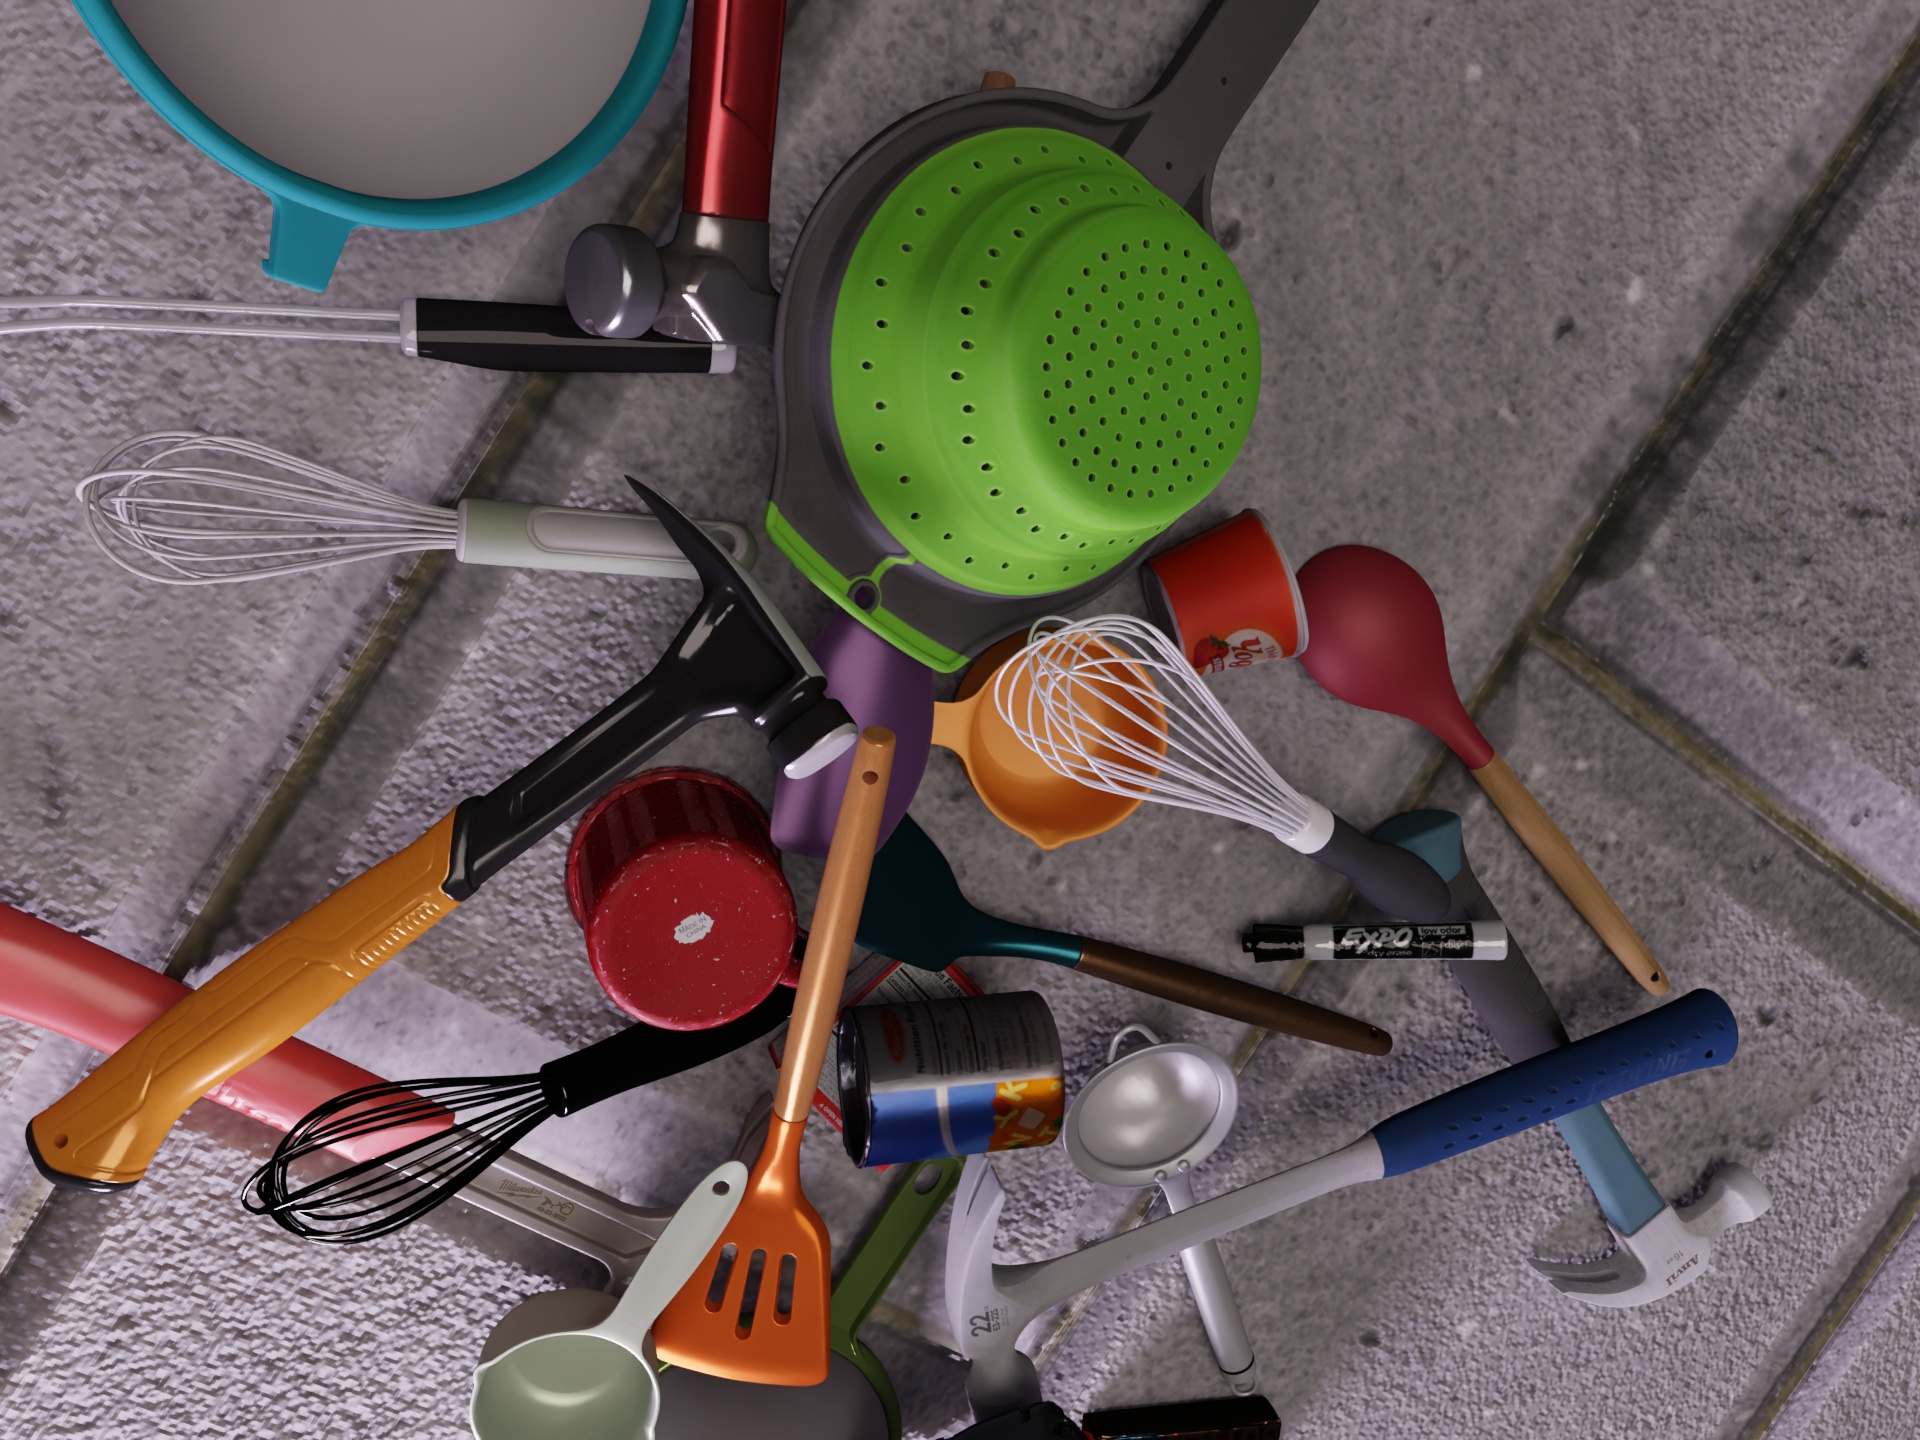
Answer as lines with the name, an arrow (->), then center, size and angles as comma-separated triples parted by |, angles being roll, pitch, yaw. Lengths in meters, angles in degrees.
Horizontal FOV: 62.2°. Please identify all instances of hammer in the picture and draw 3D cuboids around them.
hammer -> 0.301, 0.174, 0.812 | 0.128, 0.033, 0.330 | -37, 110, -6
hammer -> 0.184, 0.202, 0.741 | 0.405, 0.035, 0.144 | -17, 116, -13
hammer -> -0.057, -0.324, 0.536 | 0.143, 0.038, 0.386 | -12, 115, -46
hammer -> -0.254, 0.146, 0.646 | 0.358, 0.037, 0.149 | 33, 93, -21
hammer -> -0.206, 0.055, 0.586 | 0.337, 0.034, 0.127 | -37, 80, 1

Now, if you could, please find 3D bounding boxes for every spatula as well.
spatula -> -0.063, 0.143, 0.628 | 0.081, 0.041, 0.322 | 12, 121, -4
spatula -> 0.080, 0.109, 0.725 | 0.317, 0.082, 0.044 | 19, 139, -23
spatula -> -0.017, -0.098, 0.629 | 0.059, 0.018, 0.316 | 11, 92, -19

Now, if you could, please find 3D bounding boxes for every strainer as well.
strainer -> -0.155, -0.309, 0.543 | 0.340, 0.095, 0.210 | -41, 130, -25
strainer -> -0.065, 0.309, 0.721 | 0.151, 0.069, 0.256 | 31, 95, -20
strainer -> 0.107, 0.237, 0.769 | 0.087, 0.050, 0.258 | -21, 114, -4

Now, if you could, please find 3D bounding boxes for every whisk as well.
whisk -> -0.198, -0.074, 0.605 | 0.246, 0.059, 0.058 | 3, 75, -21
whisk -> 0.123, 0.032, 0.665 | 0.284, 0.070, 0.070 | 30, 94, -35
whisk -> -0.160, 0.143, 0.629 | 0.239, 0.055, 0.055 | -17, 109, -38

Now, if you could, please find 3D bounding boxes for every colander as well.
colander -> 0.086, -0.197, 0.598 | 0.204, 0.095, 0.397 | 37, 81, -32

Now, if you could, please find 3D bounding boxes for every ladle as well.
ladle -> 0.264, 0.036, 0.773 | 0.069, 0.031, 0.315 | -45, 112, -1

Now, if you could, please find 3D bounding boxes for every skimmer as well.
skimmer -> -0.253, -0.153, 0.545 | 0.363, 0.090, 0.127 | -1, 72, -18

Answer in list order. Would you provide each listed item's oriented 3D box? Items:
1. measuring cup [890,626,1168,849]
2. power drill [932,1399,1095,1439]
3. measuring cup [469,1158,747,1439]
measuring cup -> -0.001, -0.002, 0.676 | 0.173, 0.052, 0.095 | 8, 100, -11
power drill -> 0.037, 0.406, 0.740 | 0.143, 0.079, 0.219 | -25, 133, 8
measuring cup -> -0.138, 0.237, 0.657 | 0.083, 0.038, 0.167 | 32, 99, -20
